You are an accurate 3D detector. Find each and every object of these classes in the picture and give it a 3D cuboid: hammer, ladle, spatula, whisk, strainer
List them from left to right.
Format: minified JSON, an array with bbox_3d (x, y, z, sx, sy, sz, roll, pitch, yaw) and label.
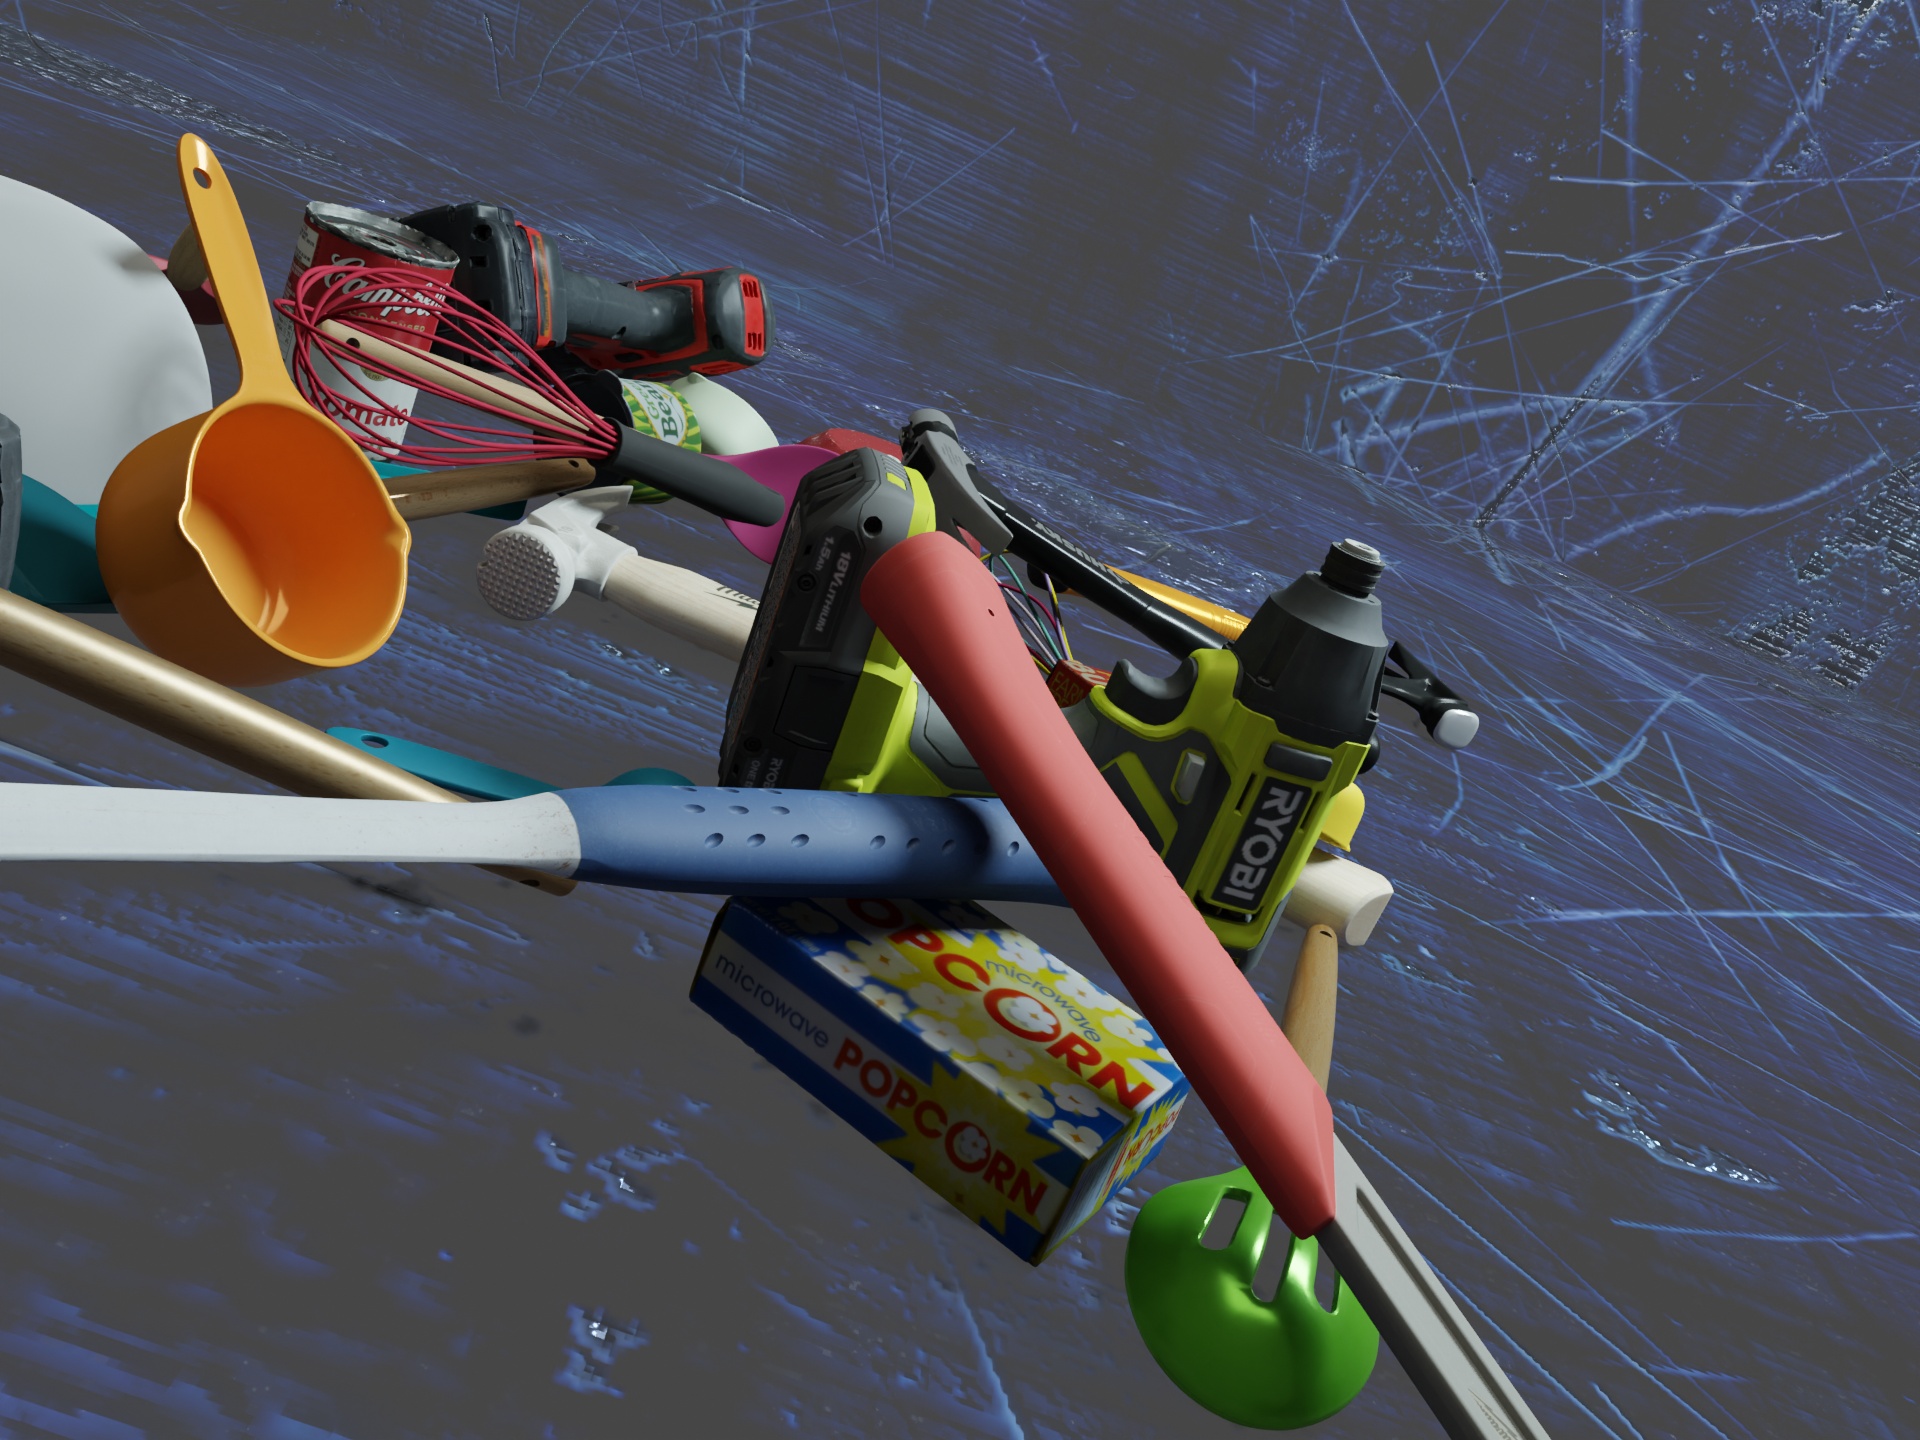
[{"bbox_3d":[-0.211,-0.028,0.372,0.319,0.078,0.062,34,49,-44],"label":"ladle"},{"bbox_3d":[-0.321,-0.146,0.620,0.340,0.095,0.211,6,26,-39],"label":"strainer"},{"bbox_3d":[-0.344,-0.202,0.712,0.069,0.031,0.316,18,0,-30],"label":"ladle"},{"bbox_3d":[-0.240,-0.086,0.607,0.082,0.044,0.317,46,29,9],"label":"spatula"},{"bbox_3d":[-0.103,0.031,0.374,0.405,0.035,0.144,6,33,-43],"label":"hammer"},{"bbox_3d":[-0.168,-0.125,0.691,0.073,0.073,0.295,35,11,29],"label":"whisk"},{"bbox_3d":[-0.001,-0.002,0.713,0.410,0.038,0.146,24,18,-2],"label":"hammer"},{"bbox_3d":[0.047,-0.031,0.852,0.047,0.051,0.245,-5,32,-16],"label":"whisk"},{"bbox_3d":[0.110,-0.053,0.882,0.334,0.035,0.146,30,23,-24],"label":"hammer"},{"bbox_3d":[0.065,0.086,0.409,0.149,0.036,0.359,2,46,-49],"label":"hammer"},{"bbox_3d":[0.199,-0.063,1.113,0.336,0.034,0.127,17,21,-19],"label":"hammer"}]

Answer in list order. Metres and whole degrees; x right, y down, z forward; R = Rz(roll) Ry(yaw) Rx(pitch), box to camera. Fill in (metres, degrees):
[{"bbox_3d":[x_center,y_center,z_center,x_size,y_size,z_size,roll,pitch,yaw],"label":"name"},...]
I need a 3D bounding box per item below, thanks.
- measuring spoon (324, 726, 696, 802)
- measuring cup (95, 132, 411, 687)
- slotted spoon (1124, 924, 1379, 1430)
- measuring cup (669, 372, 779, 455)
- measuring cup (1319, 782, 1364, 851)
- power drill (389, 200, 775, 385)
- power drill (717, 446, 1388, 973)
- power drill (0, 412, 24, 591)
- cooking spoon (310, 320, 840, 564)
[{"bbox_3d":[-0.139,0.016,0.518,0.128,0.021,0.042,18,20,-22],"label":"measuring spoon"},{"bbox_3d":[-0.237,-0.094,0.504,0.052,0.173,0.095,-16,-1,22],"label":"measuring cup"},{"bbox_3d":[0.110,0.123,0.529,0.070,0.031,0.314,25,17,10],"label":"slotted spoon"},{"bbox_3d":[-0.179,-0.159,0.905,0.168,0.038,0.083,13,-32,29],"label":"measuring cup"},{"bbox_3d":[0.151,0.031,0.752,0.062,0.029,0.156,28,2,0],"label":"measuring cup"},{"bbox_3d":[-0.236,-0.220,0.881,0.188,0.080,0.226,-1,7,29],"label":"power drill"},{"bbox_3d":[0.037,-0.010,0.579,0.223,0.171,0.080,16,20,-14],"label":"power drill"},{"bbox_3d":[-0.331,-0.035,0.349,0.143,0.078,0.220,26,22,6],"label":"power drill"},{"bbox_3d":[-0.161,-0.135,0.778,0.318,0.068,0.017,15,13,-45],"label":"cooking spoon"}]
